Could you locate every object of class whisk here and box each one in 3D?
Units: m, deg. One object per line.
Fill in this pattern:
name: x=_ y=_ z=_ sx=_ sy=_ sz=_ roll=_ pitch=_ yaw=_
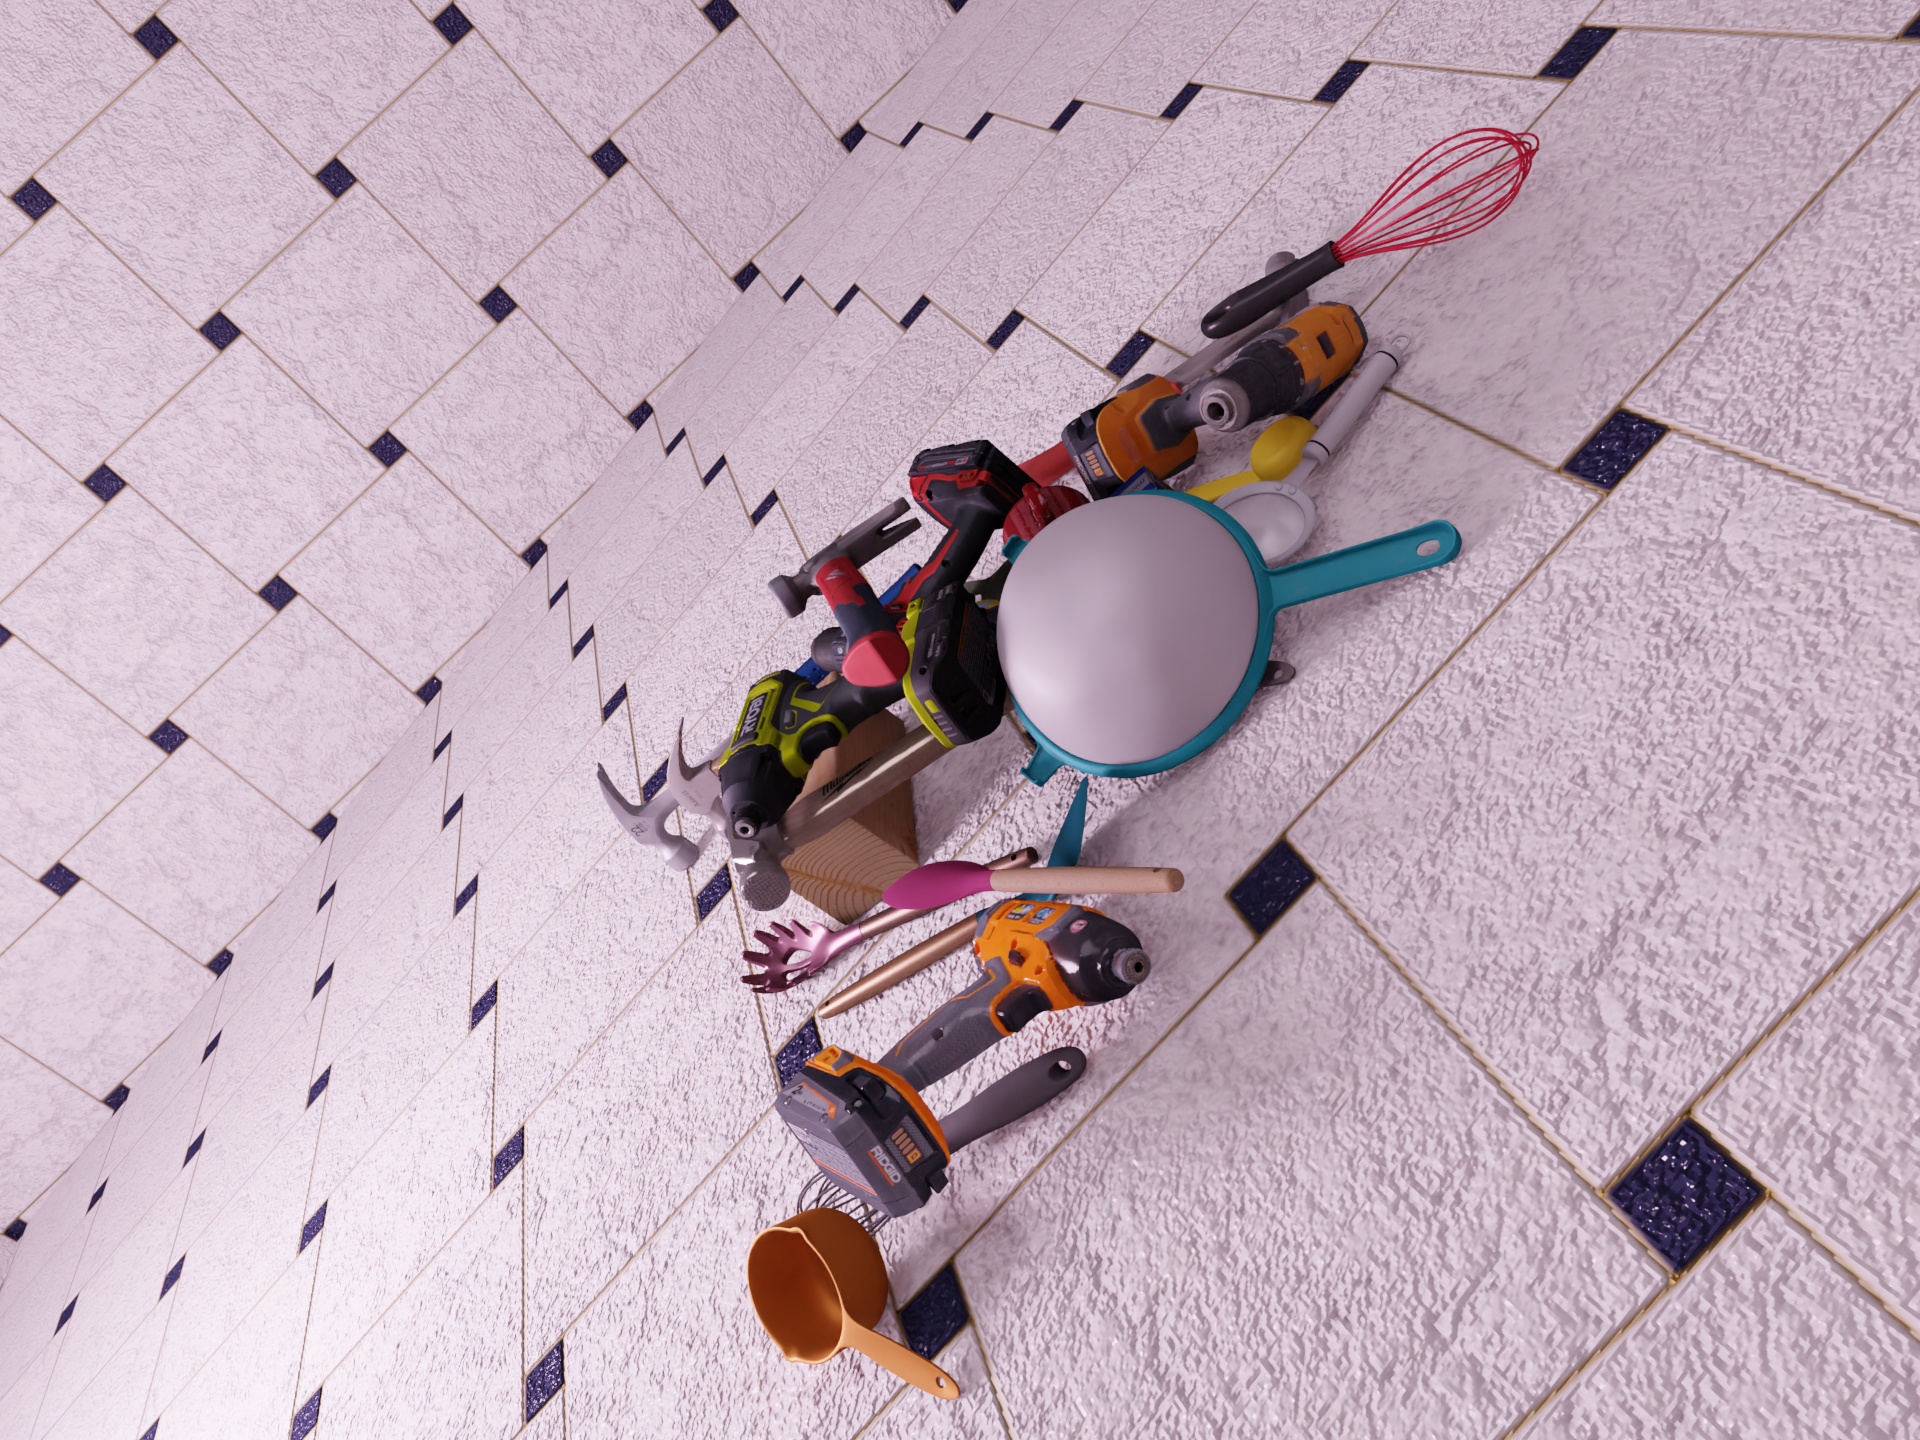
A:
whisk: x=-0.013 y=0.275 z=1.027 sx=0.239 sy=0.055 sz=0.055 roll=-36 pitch=31 yaw=20
whisk: x=0.311 y=-0.375 z=1.245 sx=0.296 sy=0.073 sz=0.073 roll=-24 pitch=38 yaw=36

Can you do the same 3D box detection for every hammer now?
hammer: x=-0.068 y=-0.098 z=1.210 sx=0.143 sy=0.038 sz=0.386 roll=-34 pitch=18 yaw=-1
hammer: x=-0.148 y=-0.009 z=1.530 sx=0.331 sy=0.130 sz=0.031 roll=-33 pitch=30 yaw=18
hammer: x=0.158 y=-0.276 z=1.426 sx=0.359 sy=0.036 sz=0.149 roll=-30 pitch=34 yaw=37
hammer: x=-0.002 y=-0.004 z=1.229 sx=0.410 sy=0.038 sz=0.146 roll=-32 pitch=31 yaw=5
hammer: x=-0.187 y=-0.016 z=1.586 sx=0.405 sy=0.144 sz=0.035 roll=-40 pitch=29 yaw=10

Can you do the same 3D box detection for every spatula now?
spatula: x=-0.008 y=0.150 z=1.168 sx=0.317 sy=0.044 sz=0.082 roll=-35 pitch=28 yaw=33

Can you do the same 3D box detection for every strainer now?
strainer: x=0.154 y=-0.085 z=1.062 sx=0.340 sy=0.095 sz=0.211 roll=-15 pitch=69 yaw=31
strainer: x=0.256 y=-0.187 z=1.160 sx=0.087 sy=0.050 sz=0.258 roll=29 pitch=76 yaw=39

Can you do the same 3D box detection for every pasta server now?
pasta server: x=-0.062 y=0.155 z=1.254 sx=0.316 sy=0.040 sz=0.060 roll=-28 pitch=50 yaw=38

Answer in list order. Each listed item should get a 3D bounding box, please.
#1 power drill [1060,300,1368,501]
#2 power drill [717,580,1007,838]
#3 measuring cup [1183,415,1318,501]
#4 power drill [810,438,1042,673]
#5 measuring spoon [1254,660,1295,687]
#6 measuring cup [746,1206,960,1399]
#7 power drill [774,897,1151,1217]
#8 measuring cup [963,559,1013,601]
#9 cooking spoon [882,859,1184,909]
power drill: x=0.183 y=-0.239 z=1.232 sx=0.226 sy=0.084 sz=0.185 roll=-19 pitch=13 yaw=47
power drill: x=-0.079 y=-0.002 z=1.195 sx=0.223 sy=0.080 sz=0.171 roll=-25 pitch=30 yaw=23
measuring cup: x=0.214 y=-0.196 z=1.244 sx=0.156 sy=0.029 sz=0.062 roll=-16 pitch=45 yaw=47
power drill: x=-0.039 y=-0.132 z=1.429 sx=0.188 sy=0.080 sz=0.227 roll=2 pitch=62 yaw=52
measuring spoon: x=0.186 y=-0.028 z=1.111 sx=0.124 sy=0.018 sz=0.034 roll=-2 pitch=60 yaw=49
measuring cup: x=-0.055 y=0.363 z=0.979 sx=0.174 sy=0.052 sz=0.095 roll=17 pitch=108 yaw=36
power drill: x=0.011 y=0.194 z=0.976 sx=0.226 sy=0.084 sz=0.164 roll=-39 pitch=15 yaw=-23
measuring cup: x=0.033 y=-0.110 z=1.424 sx=0.168 sy=0.038 sz=0.083 roll=-4 pitch=54 yaw=59
cooking spoon: x=0.040 y=0.105 z=1.053 sx=0.069 sy=0.017 sz=0.319 roll=-31 pitch=12 yaw=-31
